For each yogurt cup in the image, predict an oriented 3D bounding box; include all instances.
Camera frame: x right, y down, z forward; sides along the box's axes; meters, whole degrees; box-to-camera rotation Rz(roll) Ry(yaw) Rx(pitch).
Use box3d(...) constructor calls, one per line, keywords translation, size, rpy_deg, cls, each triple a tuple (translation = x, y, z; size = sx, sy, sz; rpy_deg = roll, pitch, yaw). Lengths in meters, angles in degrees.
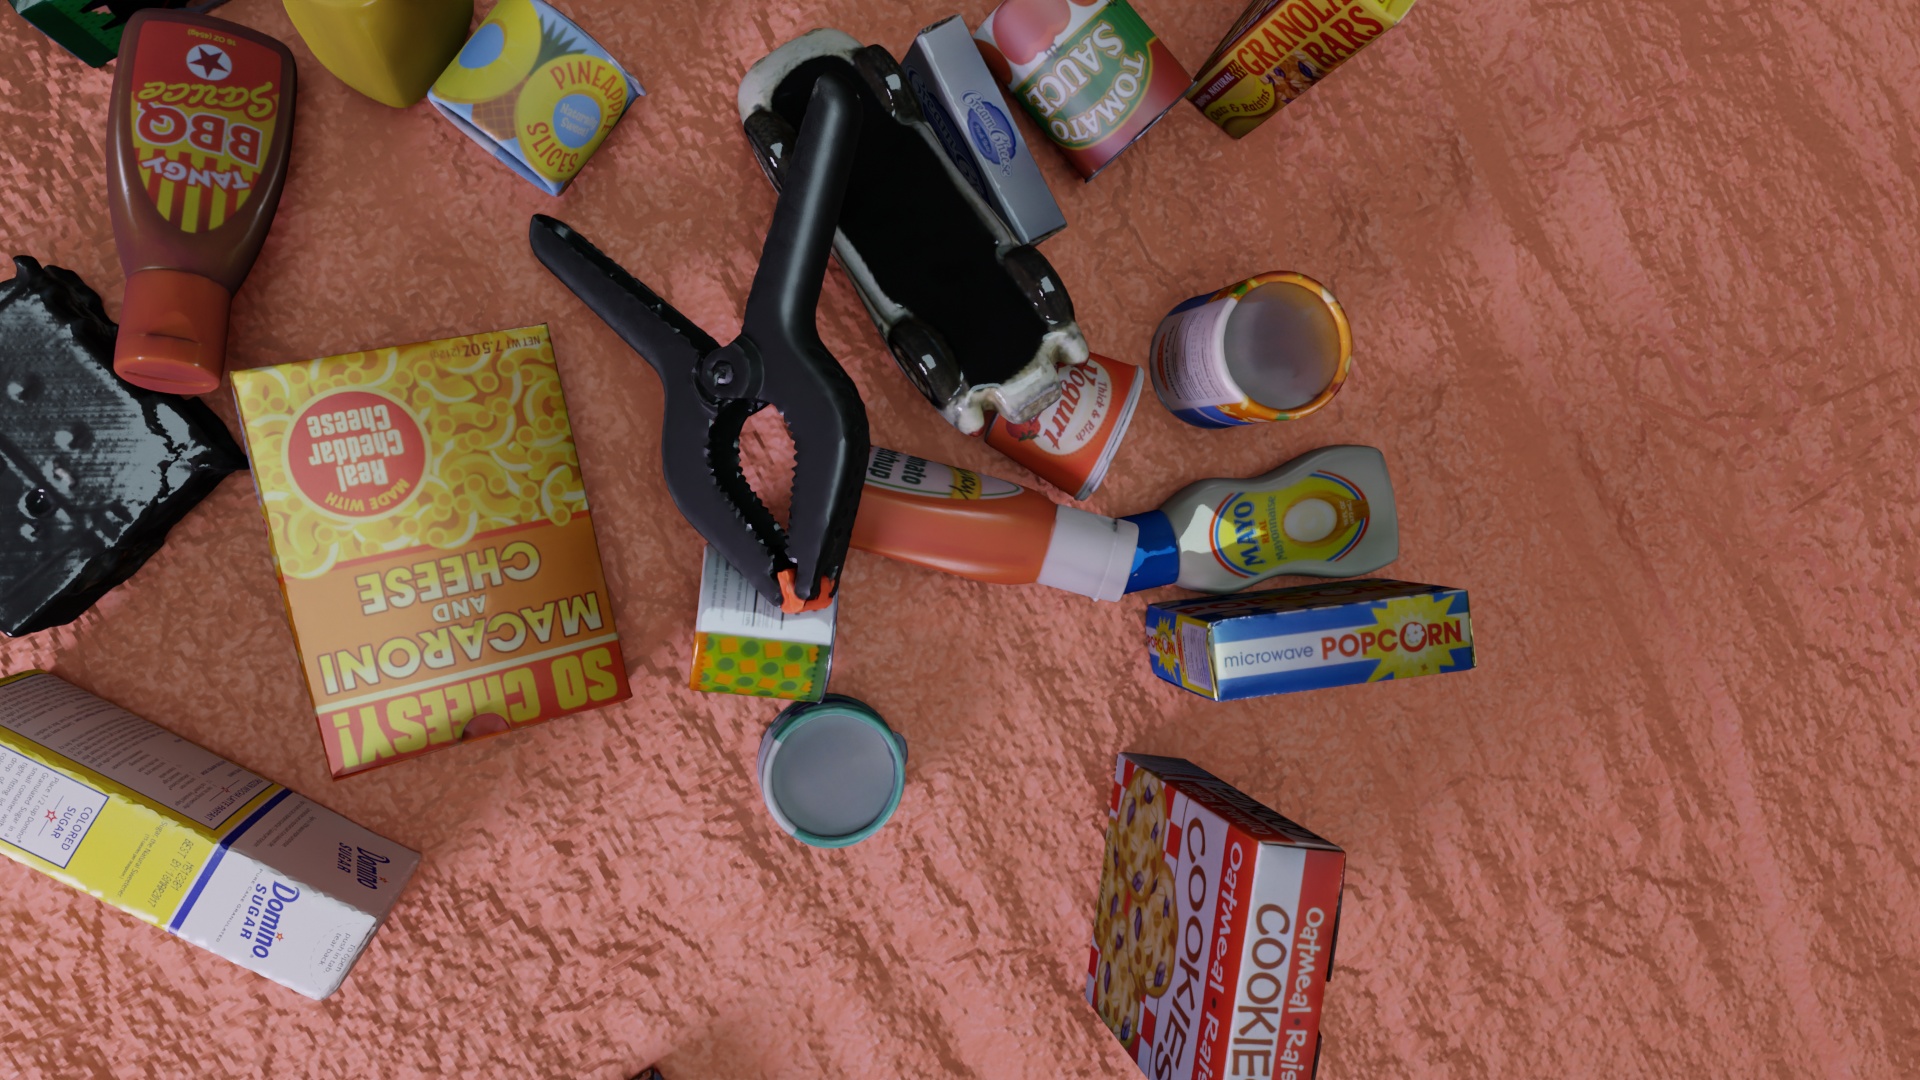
box3d(translation=(0.046, -0.059, 0.635), size=(0.054, 0.072, 0.072), rpy_deg=(24, 87, -3), cls="yogurt cup")

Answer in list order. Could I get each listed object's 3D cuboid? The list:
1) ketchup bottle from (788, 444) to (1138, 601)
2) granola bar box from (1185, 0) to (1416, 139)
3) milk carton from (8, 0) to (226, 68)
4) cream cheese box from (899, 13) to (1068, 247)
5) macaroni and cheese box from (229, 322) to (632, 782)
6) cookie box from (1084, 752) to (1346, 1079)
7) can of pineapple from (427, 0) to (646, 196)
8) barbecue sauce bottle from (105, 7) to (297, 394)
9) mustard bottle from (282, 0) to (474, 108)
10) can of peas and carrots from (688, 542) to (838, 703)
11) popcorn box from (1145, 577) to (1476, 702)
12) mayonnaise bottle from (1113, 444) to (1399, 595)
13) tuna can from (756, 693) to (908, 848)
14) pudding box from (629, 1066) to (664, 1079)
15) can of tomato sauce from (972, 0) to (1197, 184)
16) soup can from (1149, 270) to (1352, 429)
box3d(translation=(0.002, -0.008, 0.614), size=(0.149, 0.065, 0.043), rpy_deg=(15, 111, 0), cls="ketchup bottle")
box3d(translation=(0.171, -0.252, 0.601), size=(0.039, 0.165, 0.124), rpy_deg=(38, 85, -8), cls="granola bar box")
box3d(translation=(-0.293, -0.274, 0.554), size=(0.191, 0.073, 0.072), rpy_deg=(-34, 98, -9), cls="milk carton")
box3d(translation=(0.008, -0.178, 0.627), size=(0.024, 0.053, 0.103), rpy_deg=(-30, 97, -11), cls="cream cheese box")
box3d(translation=(-0.218, 0.002, 0.580), size=(0.124, 0.040, 0.166), rpy_deg=(-14, 95, -25), cls="macaroni and cheese box")
box3d(translation=(0.104, 0.170, 0.600), size=(0.040, 0.167, 0.123), rpy_deg=(8, 91, -12), cls="cookie box")
box3d(translation=(-0.177, -0.186, 0.582), size=(0.071, 0.071, 0.058), rpy_deg=(36, 86, -10), cls="can of pineapple")
box3d(translation=(-0.304, -0.133, 0.549), size=(0.065, 0.043, 0.149), rpy_deg=(8, 72, -29), cls="barbecue sauce bottle")
box3d(translation=(-0.226, -0.214, 0.525), size=(0.049, 0.160, 0.065), rpy_deg=(32, 85, -9), cls="mustard bottle")
box3d(translation=(-0.087, 0.038, 0.611), size=(0.059, 0.071, 0.071), rpy_deg=(7, 91, -11), cls="can of peas and carrots")
box3d(translation=(0.160, 0.044, 0.649), size=(0.127, 0.085, 0.038), rpy_deg=(-6, 93, -11), cls="popcorn box")
box3d(translation=(0.133, -0.004, 0.664), size=(0.148, 0.041, 0.064), rpy_deg=(-12, 94, -10), cls="mayonnaise bottle")
box3d(translation=(-0.057, 0.104, 0.634), size=(0.071, 0.033, 0.071), rpy_deg=(0, 92, -11), cls="tuna can")
box3d(translation=(-0.138, 0.288, 0.625), size=(0.050, 0.030, 0.083), rpy_deg=(-29, 97, -10), cls="pudding box")
box3d(translation=(0.054, -0.215, 0.627), size=(0.071, 0.071, 0.083), rpy_deg=(-44, 99, -7), cls="can of tomato sauce")
box3d(translation=(0.135, -0.086, 0.640), size=(0.071, 0.084, 0.071), rpy_deg=(0, 92, -12), cls="soup can")
